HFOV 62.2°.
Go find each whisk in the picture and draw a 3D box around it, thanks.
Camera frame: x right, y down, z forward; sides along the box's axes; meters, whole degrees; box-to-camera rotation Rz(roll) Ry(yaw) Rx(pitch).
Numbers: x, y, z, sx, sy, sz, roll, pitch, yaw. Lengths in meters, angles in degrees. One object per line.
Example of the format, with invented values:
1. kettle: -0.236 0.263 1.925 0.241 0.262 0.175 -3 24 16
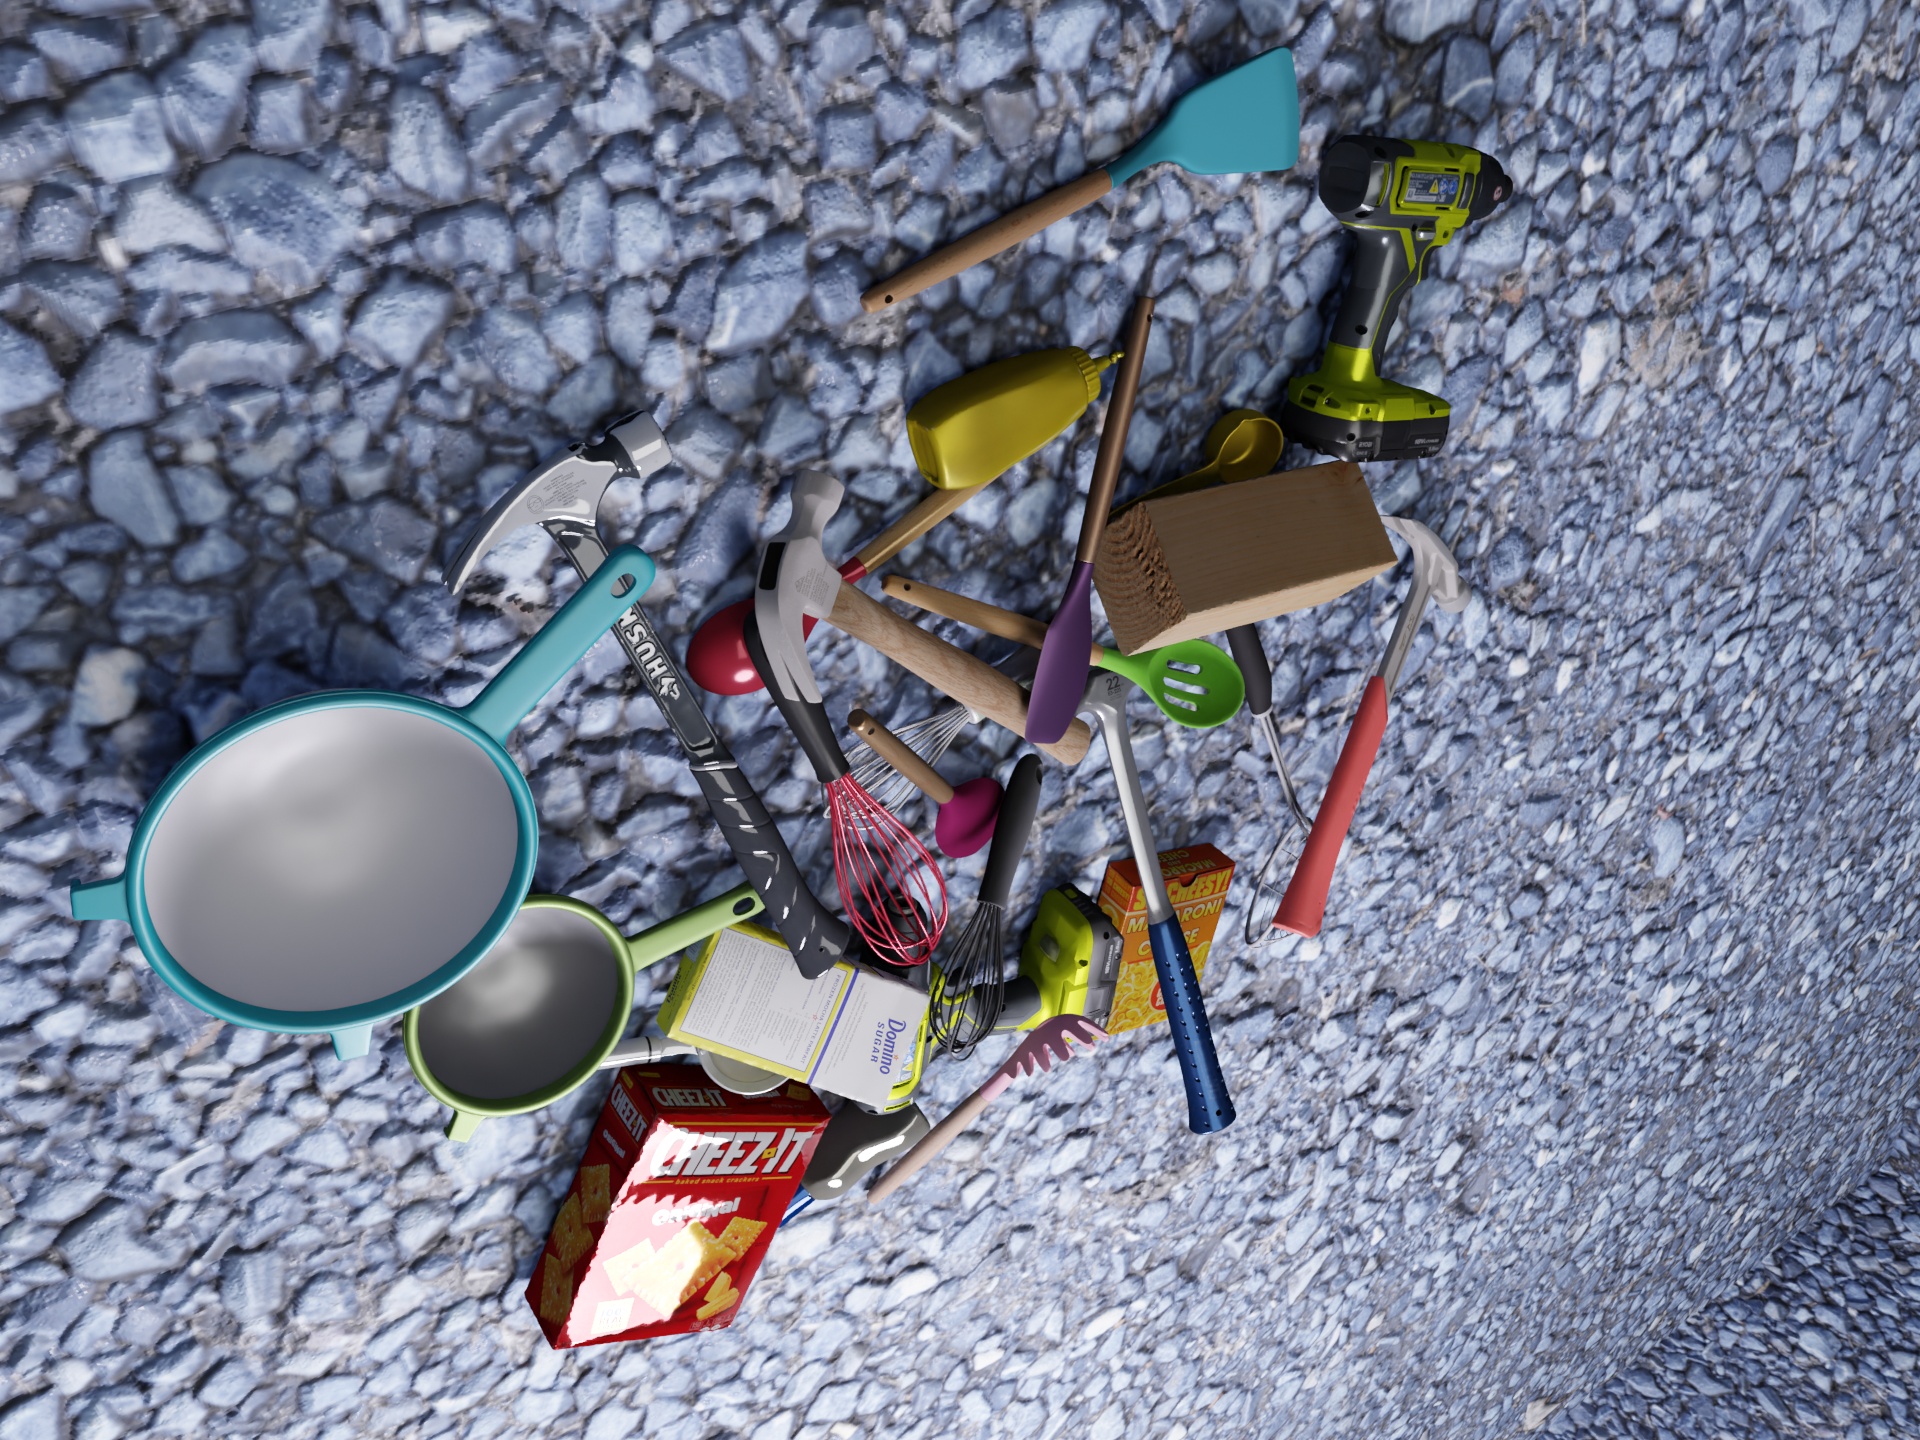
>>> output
1. whisk: 0.026 0.138 1.197 0.055 0.055 0.239 29 72 -45
2. whisk: -0.077 0.049 1.062 0.073 0.073 0.295 -33 120 -16
3. whisk: -0.002 -0.004 1.151 0.246 0.058 0.059 -37 169 -17

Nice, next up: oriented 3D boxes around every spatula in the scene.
1. spatula: 0.094 -0.136 1.108 0.059 0.018 0.316 2 104 -49
2. spatula: 0.076 -0.327 0.997 0.317 0.044 0.082 -32 136 -15

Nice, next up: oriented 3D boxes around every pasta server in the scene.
1. pasta server: 0.011 0.325 1.300 0.060 0.040 0.316 -12 150 -49

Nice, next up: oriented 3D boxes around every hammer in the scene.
1. hammer: -0.014 -0.036 1.067 0.331 0.031 0.130 30 73 -46
2. hammer: 0.340 0.010 1.351 0.149 0.037 0.359 32 78 -46
3. hammer: -0.168 0.016 1.000 0.149 0.036 0.408 -33 124 -13
4. hammer: 0.165 0.147 1.283 0.144 0.035 0.405 -23 107 -26

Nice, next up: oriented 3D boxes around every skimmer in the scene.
1. skimmer: 0.245 0.042 1.363 0.363 0.090 0.127 67 29 -30

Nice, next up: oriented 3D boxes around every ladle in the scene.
1. ladle: -0.046 -0.118 1.055 0.315 0.031 0.069 -39 133 -13

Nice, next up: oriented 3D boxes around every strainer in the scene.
1. strainer: -0.216 0.234 1.147 0.258 0.050 0.087 -2 86 -30
2. strainer: -0.250 0.154 1.050 0.256 0.069 0.151 -23 119 -30
3. strainer: -0.308 0.016 0.891 0.340 0.095 0.210 -47 131 -4

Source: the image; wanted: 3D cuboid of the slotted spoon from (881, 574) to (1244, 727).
1. slotted spoon: 0.079 -0.056 1.153 0.313 0.031 0.070 16 74 -30

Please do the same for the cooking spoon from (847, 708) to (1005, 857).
1. cooking spoon: -0.019 0.045 1.116 0.069 0.017 0.318 -51 156 -3

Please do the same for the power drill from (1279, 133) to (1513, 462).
1. power drill: 0.325 -0.311 1.176 0.171 0.080 0.223 -9 120 -33

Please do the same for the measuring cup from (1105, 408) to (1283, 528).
1. measuring cup: 0.166 -0.182 1.181 0.156 0.029 0.062 -27 134 -5

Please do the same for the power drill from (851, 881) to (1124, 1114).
1. power drill: 0.014 0.206 1.280 0.228 0.080 0.190 -10 123 -29
